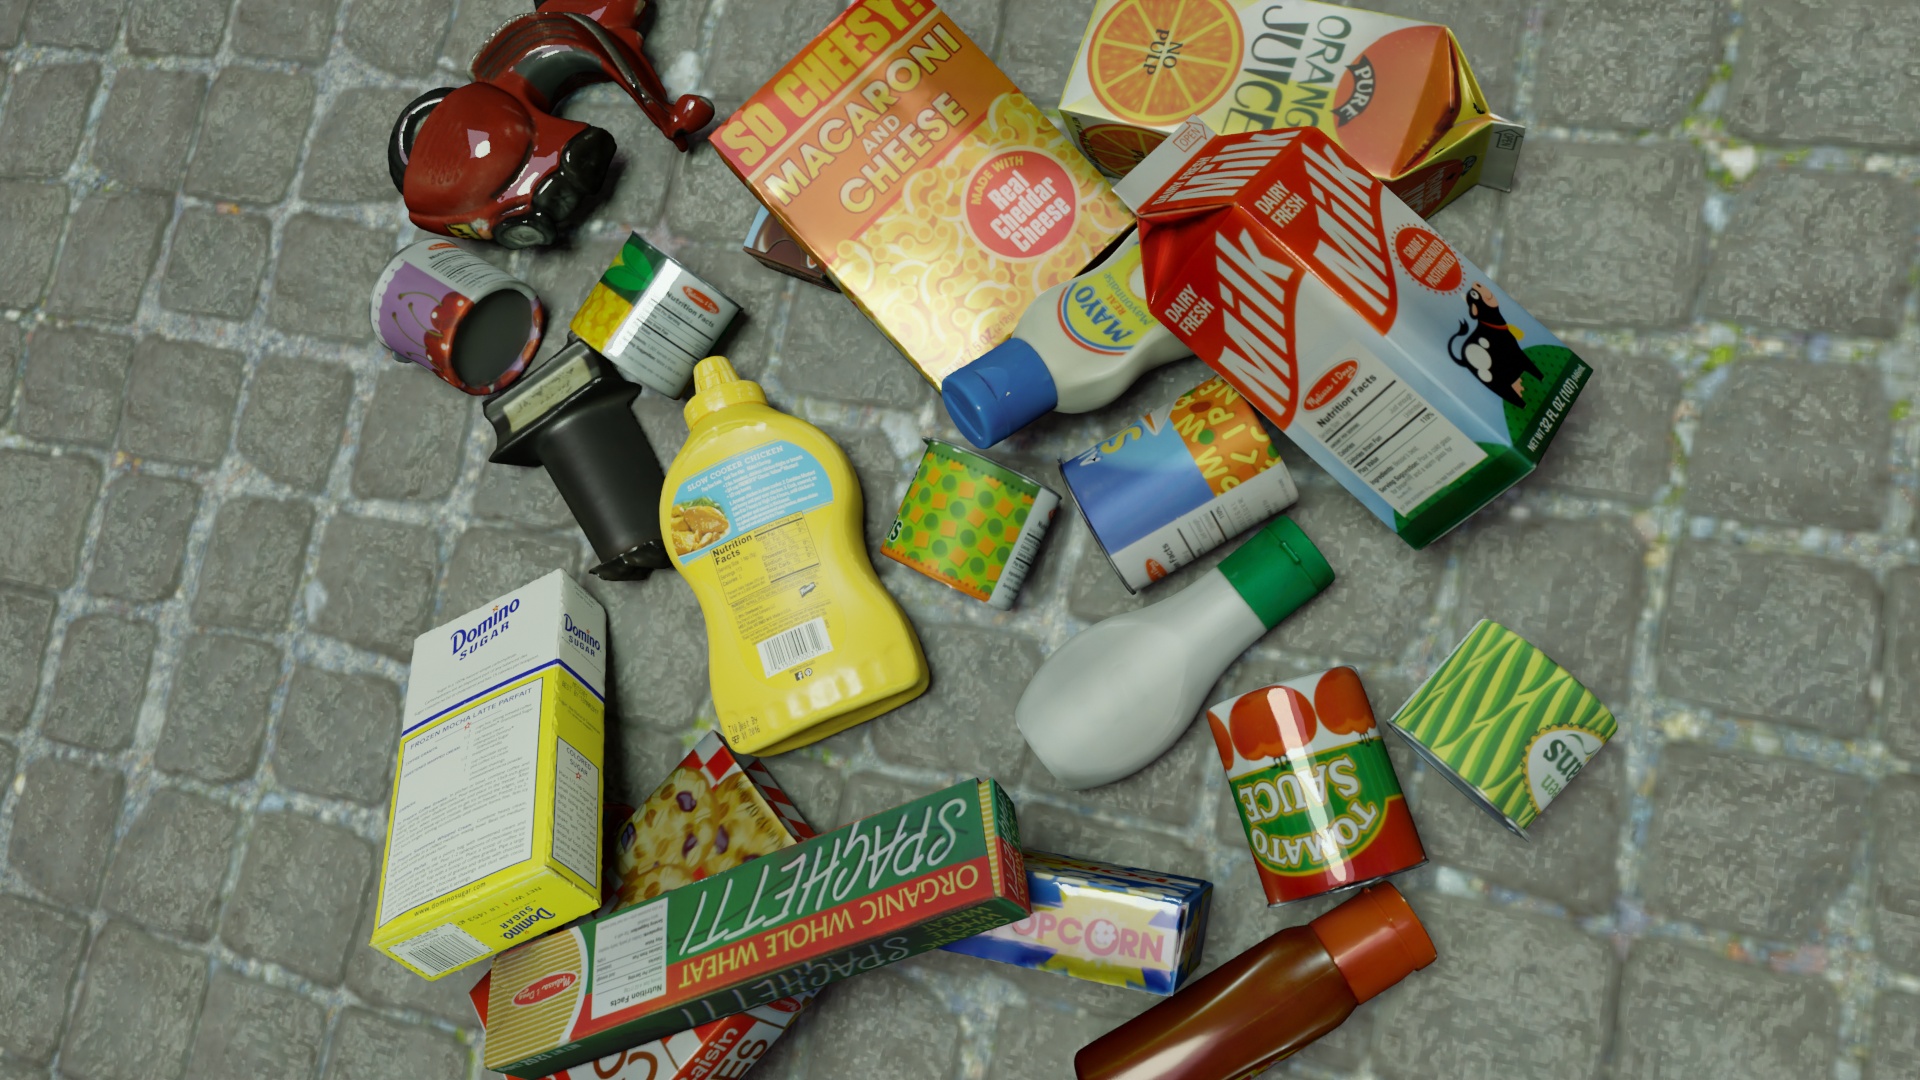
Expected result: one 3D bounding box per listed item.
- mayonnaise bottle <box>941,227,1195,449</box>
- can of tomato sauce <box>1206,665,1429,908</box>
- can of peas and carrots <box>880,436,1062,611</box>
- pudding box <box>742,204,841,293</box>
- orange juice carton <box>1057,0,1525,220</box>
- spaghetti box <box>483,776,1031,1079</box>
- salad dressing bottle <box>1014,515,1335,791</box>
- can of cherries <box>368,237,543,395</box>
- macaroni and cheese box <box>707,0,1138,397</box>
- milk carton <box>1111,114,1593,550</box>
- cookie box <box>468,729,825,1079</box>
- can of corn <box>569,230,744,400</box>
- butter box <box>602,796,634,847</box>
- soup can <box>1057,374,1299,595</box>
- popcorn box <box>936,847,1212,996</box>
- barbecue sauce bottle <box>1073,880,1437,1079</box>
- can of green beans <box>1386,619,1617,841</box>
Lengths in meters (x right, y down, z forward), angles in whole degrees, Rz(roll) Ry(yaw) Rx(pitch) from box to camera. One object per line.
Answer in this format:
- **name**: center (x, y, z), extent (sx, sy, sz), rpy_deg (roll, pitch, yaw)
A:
- **mayonnaise bottle**: center (0.061, -0.091, 0.613), extent (0.148, 0.041, 0.065), rpy_deg (-33, 73, -17)
- **can of tomato sauce**: center (0.143, 0.100, 0.566), extent (0.071, 0.071, 0.083), rpy_deg (-20, 75, 12)
- **can of peas and carrots**: center (0.002, -0.008, 0.629), extent (0.071, 0.071, 0.058), rpy_deg (24, 88, 19)
- **pudding box**: center (-0.070, -0.173, 0.701), extent (0.050, 0.030, 0.083), rpy_deg (22, 86, 17)
- **orange juice carton**: center (0.150, -0.190, 0.618), extent (0.193, 0.072, 0.073), rpy_deg (19, 86, 19)
- **spaghetti box**: center (-0.087, 0.159, 0.554), extent (0.249, 0.028, 0.050), rpy_deg (-24, 51, 20)
- **salad dressing bottle**: center (0.094, 0.048, 0.605), extent (0.147, 0.044, 0.064), rpy_deg (-38, 71, 5)
- **can of cherries**: center (-0.264, -0.115, 0.729), extent (0.058, 0.071, 0.071), rpy_deg (28, 89, 19)
- **macaroni and cheese box**: center (-0.017, -0.166, 0.656), extent (0.124, 0.040, 0.166), rpy_deg (-43, 85, 0)
- **milk carton**: center (0.149, -0.095, 0.561), extent (0.190, 0.073, 0.073), rpy_deg (42, 55, 2)
- **cookie box**: center (-0.130, 0.186, 0.615), extent (0.167, 0.040, 0.123), rpy_deg (-47, 46, -2)
- **can of corn**: center (-0.153, -0.112, 0.697), extent (0.071, 0.071, 0.058), rpy_deg (36, 92, 19)
- **butter box**: center (-0.217, 0.142, 0.687), extent (0.103, 0.024, 0.053), rpy_deg (15, 85, 18)
- **soup can**: center (0.094, -0.027, 0.607), extent (0.083, 0.071, 0.071), rpy_deg (-30, 73, 9)
- **popcorn box**: center (0.036, 0.153, 0.579), extent (0.127, 0.085, 0.038), rpy_deg (6, 83, 17)
- **barbecue sauce bottle**: center (0.119, 0.190, 0.562), extent (0.148, 0.064, 0.044), rpy_deg (-31, 74, 0)
- **can of green beans**: center (0.215, 0.074, 0.552), extent (0.071, 0.071, 0.058), rpy_deg (43, 93, 19)
